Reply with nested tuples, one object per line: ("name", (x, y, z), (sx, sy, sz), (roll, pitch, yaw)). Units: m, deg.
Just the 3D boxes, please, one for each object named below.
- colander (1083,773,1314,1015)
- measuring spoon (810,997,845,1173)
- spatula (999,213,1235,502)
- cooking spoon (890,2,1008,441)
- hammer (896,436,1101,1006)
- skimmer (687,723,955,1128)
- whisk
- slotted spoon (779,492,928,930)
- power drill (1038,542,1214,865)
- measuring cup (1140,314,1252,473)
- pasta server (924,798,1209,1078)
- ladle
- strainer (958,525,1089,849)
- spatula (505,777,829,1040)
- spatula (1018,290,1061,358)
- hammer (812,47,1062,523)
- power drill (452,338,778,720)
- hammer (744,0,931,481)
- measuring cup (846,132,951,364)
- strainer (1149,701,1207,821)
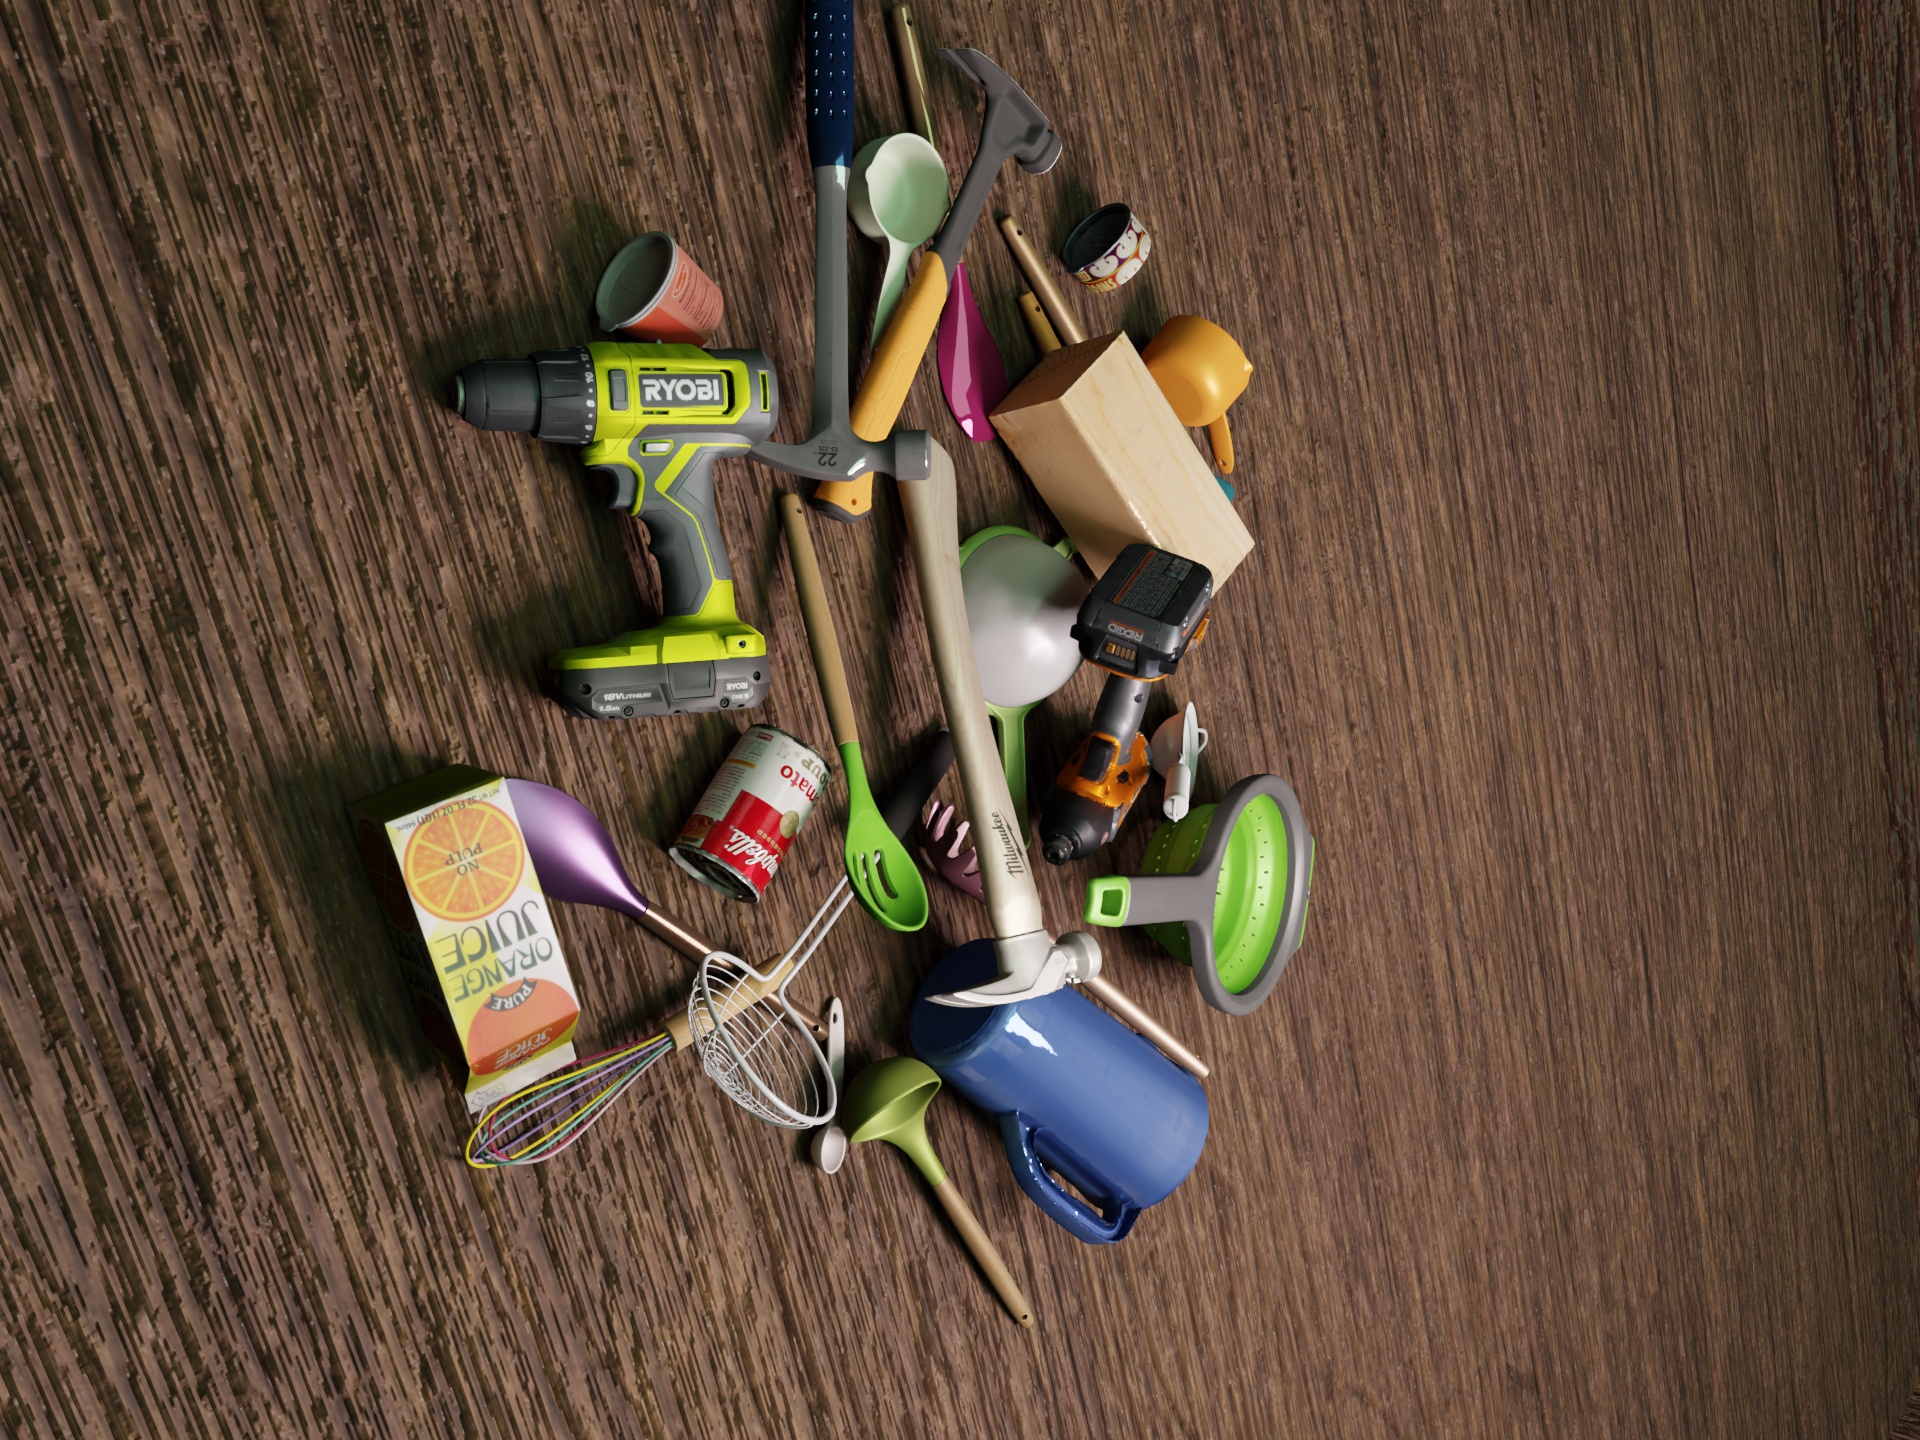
("colander", (0.170, 0.136, 1.291), (0.396, 0.094, 0.204), (8, 90, -57))
("measuring spoon", (-0.097, 0.262, 1.147), (0.034, 0.018, 0.124), (16, 74, -64))
("spatula", (0.123, -0.279, 1.301), (0.082, 0.044, 0.317), (-53, 123, -26))
("cooking spoon", (-0.010, -0.367, 1.190), (0.069, 0.017, 0.318), (-26, 110, -39))
("hammer", (-0.002, -0.004, 1.134), (0.146, 0.038, 0.411), (-6, 81, -43))
("skimmer", (-0.064, 0.116, 1.073), (0.127, 0.090, 0.363), (49, 48, -16))
("whisk", (-0.204, 0.211, 1.011), (0.245, 0.051, 0.047), (-28, 109, -35))
("slotted spoon", (-0.081, -0.008, 1.070), (0.070, 0.031, 0.314), (3, 68, -54))
("power drill", (0.115, -0.002, 1.205), (0.164, 0.084, 0.226), (-51, 158, -52))
("measuring cup", (0.203, -0.263, 1.363), (0.052, 0.095, 0.173), (-50, 141, -23))
("pasta server", (0.085, 0.176, 1.228), (0.316, 0.060, 0.040), (41, 101, -15))
("ladle", (-0.003, 0.371, 1.204), (0.078, 0.062, 0.319), (-32, 121, -10))
("strainer", (0.056, -0.025, 1.233), (0.151, 0.069, 0.256), (-5, 94, -43))
("spatula", (-0.191, 0.134, 1.047), (0.315, 0.018, 0.060), (44, 74, -35))
("spatula", (0.116, -0.203, 1.315), (0.081, 0.041, 0.322), (-43, 115, -32))
("hammer", (-0.030, -0.299, 1.125), (0.127, 0.034, 0.337), (28, 83, -51))
("power drill", (-0.204, -0.118, 0.974), (0.190, 0.080, 0.228), (-6, 95, -26))
("hammer", (-0.093, -0.361, 1.073), (0.144, 0.035, 0.405), (0, 84, -3))
("measuring cup", (-0.056, -0.334, 1.142), (0.083, 0.038, 0.167), (4, 99, -45))
("strainer", (0.177, 0.041, 1.305), (0.258, 0.050, 0.087), (-54, 142, -75))
